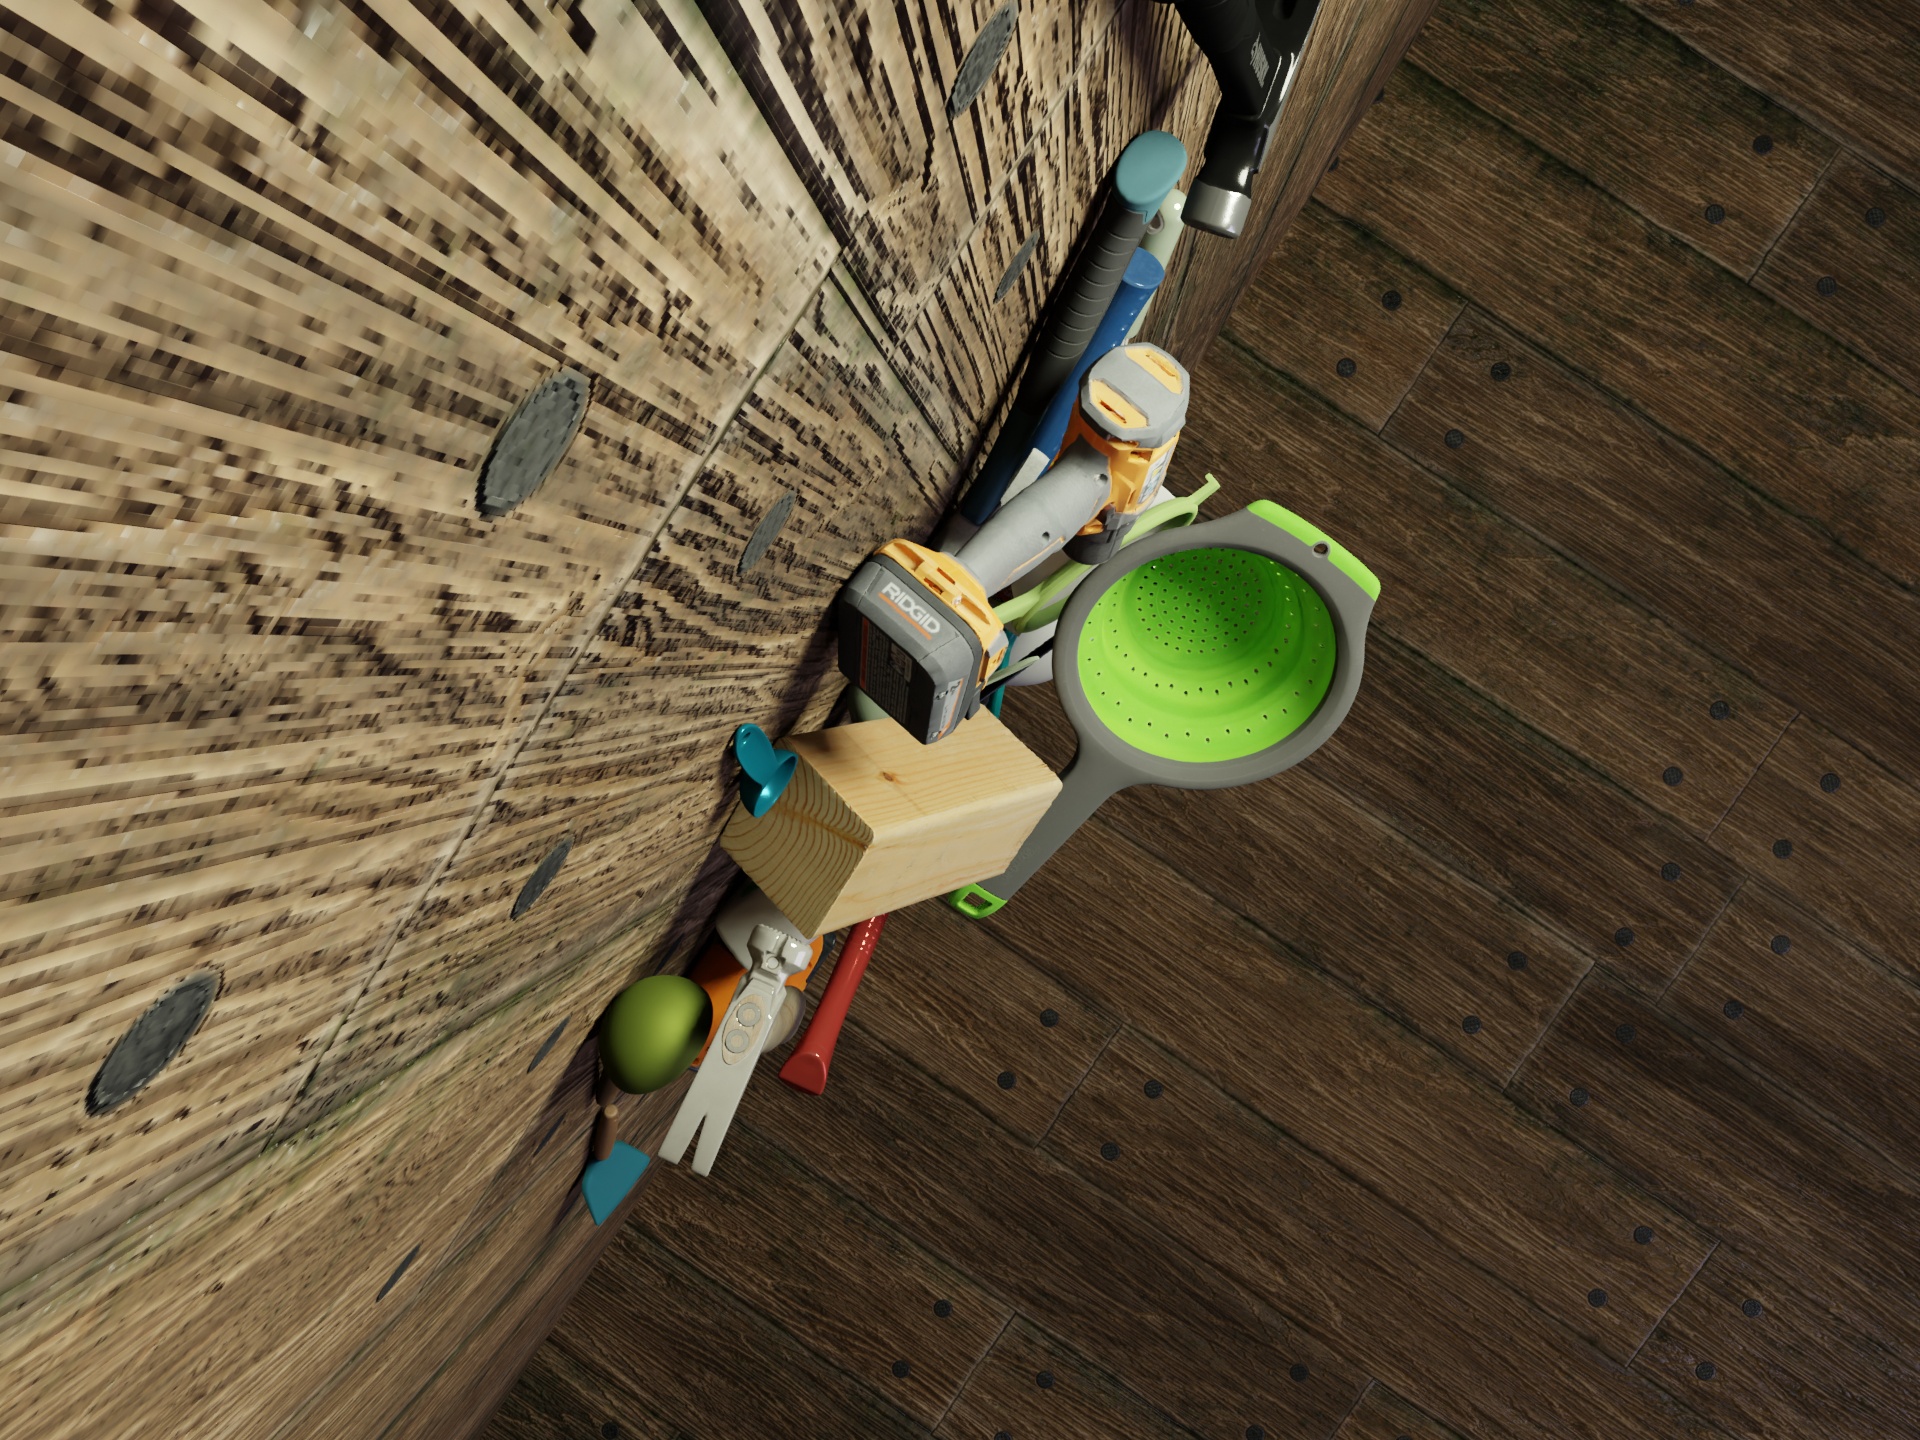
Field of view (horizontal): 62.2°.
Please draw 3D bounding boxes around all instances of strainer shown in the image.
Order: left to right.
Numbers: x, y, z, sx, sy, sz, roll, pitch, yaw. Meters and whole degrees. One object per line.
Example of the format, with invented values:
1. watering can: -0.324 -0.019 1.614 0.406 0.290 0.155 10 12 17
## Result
1. strainer: 0.045 -0.108 1.067 0.256 0.069 0.151 -28 172 -33
2. strainer: 0.079 -0.071 1.460 0.211 0.095 0.341 121 -13 -45

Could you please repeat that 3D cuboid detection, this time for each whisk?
1. whisk: 0.107 -0.261 1.073 0.059 0.058 0.246 -22 158 -23

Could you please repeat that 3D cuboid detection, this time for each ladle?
1. ladle: -0.223 0.238 1.089 0.078 0.062 0.320 -62 -177 -27

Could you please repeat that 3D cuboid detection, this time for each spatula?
1. spatula: -0.319 0.398 1.466 0.082 0.044 0.317 -51 175 -28

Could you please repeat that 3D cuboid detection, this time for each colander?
1. colander: 0.118 -0.007 1.123 0.397 0.204 0.095 -49 -162 29

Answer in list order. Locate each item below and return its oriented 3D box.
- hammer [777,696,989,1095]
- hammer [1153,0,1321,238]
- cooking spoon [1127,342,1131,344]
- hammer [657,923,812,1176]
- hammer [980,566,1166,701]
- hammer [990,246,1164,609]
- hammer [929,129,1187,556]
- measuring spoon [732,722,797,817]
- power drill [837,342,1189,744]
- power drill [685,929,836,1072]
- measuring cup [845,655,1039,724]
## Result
1. hammer: -0.063 0.137 1.302 0.149 0.036 0.359 118 -4 -62
2. hammer: 0.109 -0.285 0.639 0.335 0.035 0.146 -36 146 -72
3. cooking spoon: 0.130 -0.257 1.228 0.319 0.017 0.068 -79 -179 -66
4. hammer: -0.143 0.226 1.118 0.410 0.038 0.146 107 7 -79
5. hammer: -0.002 -0.004 1.177 0.409 0.036 0.149 -37 -173 -29
6. hammer: 0.041 -0.163 1.125 0.144 0.035 0.405 -50 174 -43
7. hammer: 0.046 -0.191 0.903 0.128 0.033 0.330 -54 177 -36
8. measuring spoon: -0.112 0.019 0.845 0.042 0.021 0.128 -56 169 -13
9. power drill: 0.033 -0.091 0.901 0.226 0.084 0.185 -45 169 -18
10. power drill: -0.177 0.211 1.384 0.164 0.084 0.226 -56 174 2
11. measuring cup: -0.012 -0.031 1.063 0.167 0.038 0.083 -22 179 45
